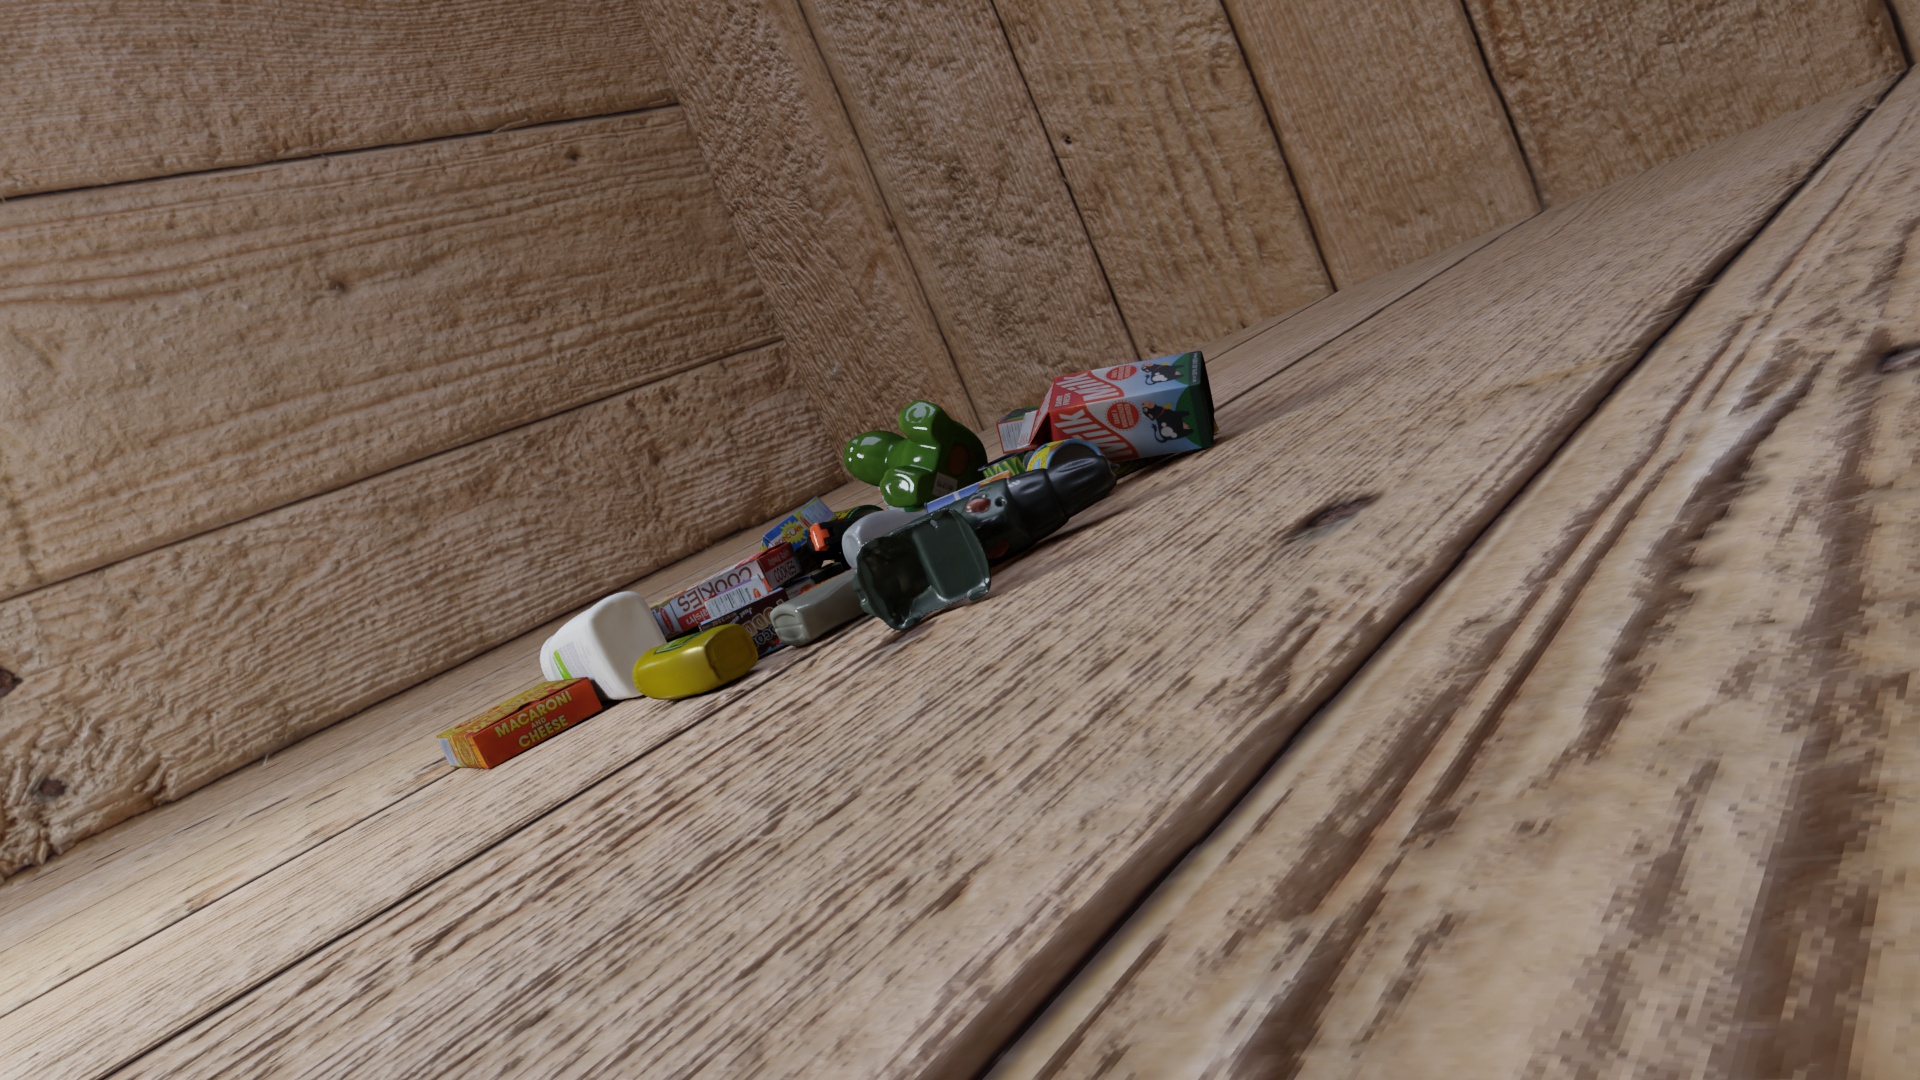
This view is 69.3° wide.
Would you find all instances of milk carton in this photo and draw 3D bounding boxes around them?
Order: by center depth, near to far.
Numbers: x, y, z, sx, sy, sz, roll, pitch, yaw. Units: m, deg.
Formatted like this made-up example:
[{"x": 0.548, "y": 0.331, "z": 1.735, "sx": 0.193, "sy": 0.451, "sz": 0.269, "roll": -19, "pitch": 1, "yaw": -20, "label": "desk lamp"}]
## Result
[{"x": 0.151, "y": -0.125, "z": 1.379, "sx": 0.190, "sy": 0.073, "sz": 0.073, "roll": -8, "pitch": 32, "yaw": 17, "label": "milk carton"}]

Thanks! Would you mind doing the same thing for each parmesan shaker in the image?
[{"x": -0.128, "y": -0.008, "z": 1.728, "sx": 0.071, "sy": 0.071, "sz": 0.103, "roll": -26, "pitch": 7, "yaw": -25, "label": "parmesan shaker"}]

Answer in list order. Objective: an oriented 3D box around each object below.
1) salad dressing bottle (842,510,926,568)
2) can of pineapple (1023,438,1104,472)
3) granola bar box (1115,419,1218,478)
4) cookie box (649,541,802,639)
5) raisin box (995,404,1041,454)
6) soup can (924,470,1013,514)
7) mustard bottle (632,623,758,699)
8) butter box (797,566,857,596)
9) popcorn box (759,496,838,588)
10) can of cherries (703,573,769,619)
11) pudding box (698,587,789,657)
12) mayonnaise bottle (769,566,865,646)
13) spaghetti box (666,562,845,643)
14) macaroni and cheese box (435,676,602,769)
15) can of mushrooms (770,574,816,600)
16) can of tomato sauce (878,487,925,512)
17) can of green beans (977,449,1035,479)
[{"x": -0.054, "y": -0.008, "z": 1.488, "sx": 0.148, "sy": 0.064, "sz": 0.044, "roll": -18, "pitch": -8, "yaw": -33, "label": "salad dressing bottle"}, {"x": 0.101, "y": -0.064, "z": 1.332, "sx": 0.071, "sy": 0.071, "sz": 0.058, "roll": -25, "pitch": 6, "yaw": -14, "label": "can of pineapple"}, {"x": 0.176, "y": -0.098, "z": 1.479, "sx": 0.166, "sy": 0.039, "sz": 0.124, "roll": -25, "pitch": 7, "yaw": -10, "label": "granola bar box"}, {"x": -0.261, "y": 0.057, "z": 1.467, "sx": 0.167, "sy": 0.040, "sz": 0.123, "roll": -25, "pitch": 5, "yaw": 10, "label": "cookie box"}, {"x": 0.111, "y": -0.130, "z": 1.517, "sx": 0.123, "sy": 0.040, "sz": 0.086, "roll": -9, "pitch": 11, "yaw": 20, "label": "raisin box"}, {"x": 0.019, "y": -0.017, "z": 1.262, "sx": 0.084, "sy": 0.071, "sz": 0.071, "roll": -22, "pitch": 6, "yaw": 6, "label": "soup can"}, {"x": -0.244, "y": 0.111, "z": 1.211, "sx": 0.160, "sy": 0.048, "sz": 0.065, "roll": -18, "pitch": 7, "yaw": 42, "label": "mustard bottle"}, {"x": -0.113, "y": 0.046, "z": 1.392, "sx": 0.103, "sy": 0.024, "sz": 0.053, "roll": -24, "pitch": 7, "yaw": -2, "label": "butter box"}, {"x": -0.192, "y": 0.015, "z": 1.597, "sx": 0.085, "sy": 0.038, "sz": 0.126, "roll": -39, "pitch": -14, "yaw": -31, "label": "popcorn box"}, {"x": -0.201, "y": 0.074, "z": 1.302, "sx": 0.058, "sy": 0.071, "sz": 0.071, "roll": -26, "pitch": 6, "yaw": -12, "label": "can of cherries"}, {"x": -0.188, "y": 0.081, "z": 1.252, "sx": 0.084, "sy": 0.049, "sz": 0.030, "roll": -24, "pitch": 4, "yaw": -11, "label": "pudding box"}, {"x": -0.095, "y": 0.047, "z": 1.242, "sx": 0.149, "sy": 0.041, "sz": 0.064, "roll": -26, "pitch": 8, "yaw": -34, "label": "mayonnaise bottle"}, {"x": -0.238, "y": 0.086, "z": 1.492, "sx": 0.251, "sy": 0.028, "sz": 0.050, "roll": -25, "pitch": 5, "yaw": -17, "label": "spaghetti box"}, {"x": -0.443, "y": 0.181, "z": 1.386, "sx": 0.124, "sy": 0.040, "sz": 0.166, "roll": -28, "pitch": 7, "yaw": -31, "label": "macaroni and cheese box"}, {"x": -0.179, "y": 0.063, "z": 1.448, "sx": 0.071, "sy": 0.033, "sz": 0.071, "roll": -24, "pitch": 6, "yaw": 3, "label": "can of mushrooms"}, {"x": -0.056, "y": -0.048, "z": 1.706, "sx": 0.071, "sy": 0.083, "sz": 0.071, "roll": -23, "pitch": 6, "yaw": 3, "label": "can of tomato sauce"}, {"x": 0.064, "y": -0.068, "z": 1.548, "sx": 0.071, "sy": 0.057, "sz": 0.071, "roll": -23, "pitch": 6, "yaw": 3, "label": "can of green beans"}]
